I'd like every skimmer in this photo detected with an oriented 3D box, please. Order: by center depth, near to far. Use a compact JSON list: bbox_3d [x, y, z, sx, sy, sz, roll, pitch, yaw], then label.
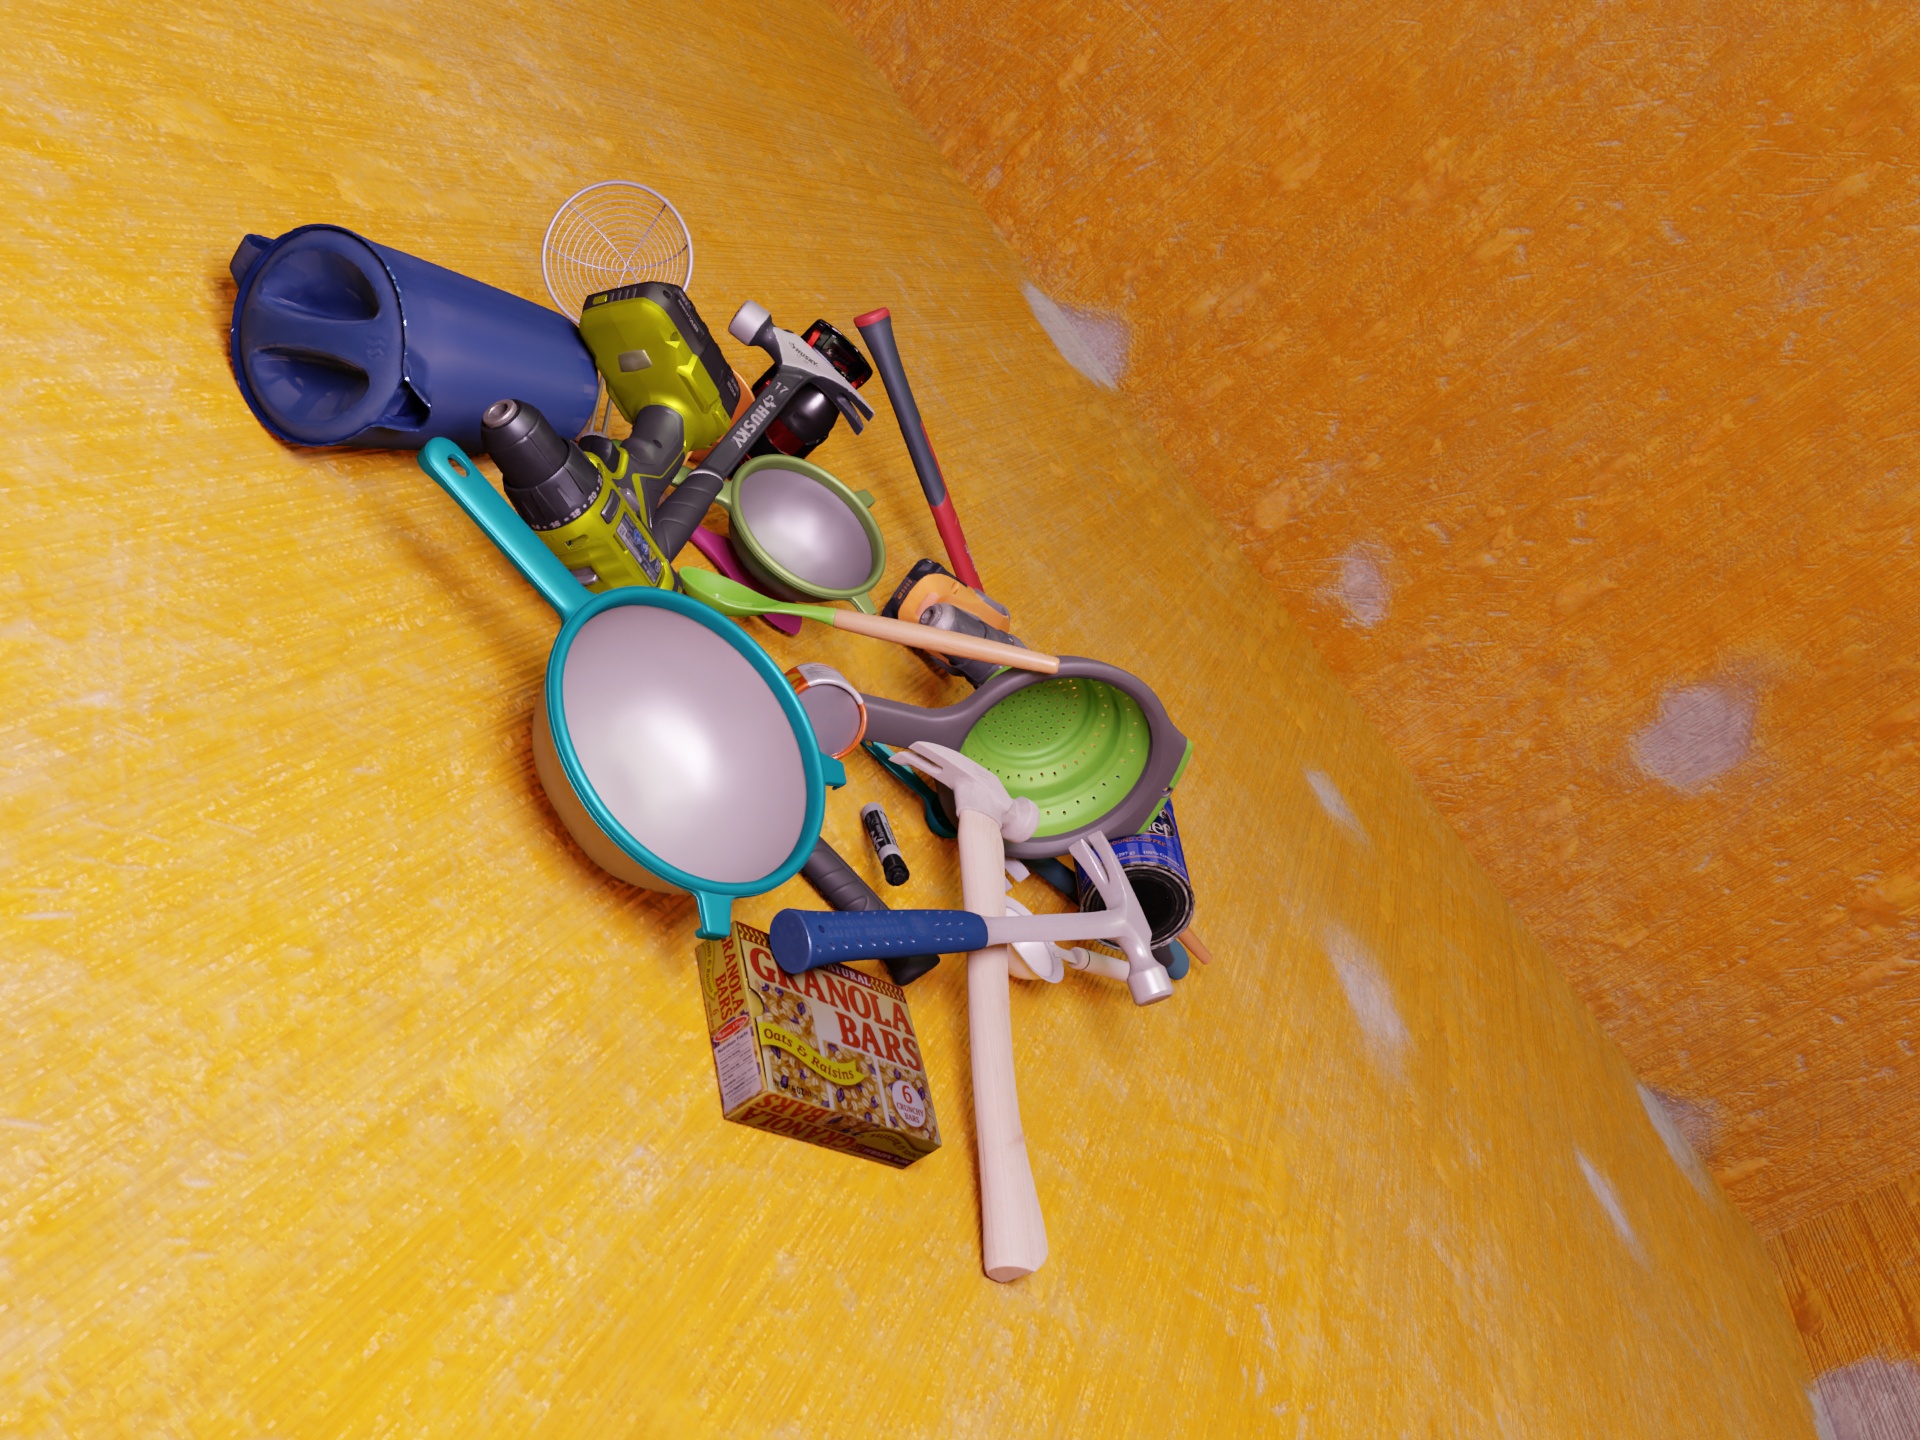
[{"bbox_3d":[-0.285,-0.282,1.248,0.090,0.127,0.364,89,1,-52],"label":"skimmer"}]

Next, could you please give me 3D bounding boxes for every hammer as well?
[{"bbox_3d":[0.017,0.147,1.155,0.405,0.035,0.144,7,57,-51],"label":"hammer"},{"bbox_3d":[-0.132,0.068,1.158,0.334,0.035,0.146,48,23,-13],"label":"hammer"},{"bbox_3d":[0.014,0.201,1.170,0.146,0.038,0.411,32,39,-36],"label":"hammer"},{"bbox_3d":[-0.193,-0.198,1.276,0.149,0.036,0.409,36,43,-10],"label":"hammer"},{"bbox_3d":[0.111,0.159,1.509,0.330,0.033,0.128,38,26,-33],"label":"hammer"},{"bbox_3d":[-0.027,-0.230,1.625,0.143,0.038,0.386,-81,153,-62],"label":"hammer"}]

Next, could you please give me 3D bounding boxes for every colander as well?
[{"bbox_3d":[-0.002,-0.004,1.334,0.396,0.204,0.095,13,30,-23],"label":"colander"}]

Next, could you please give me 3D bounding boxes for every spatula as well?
[{"bbox_3d":[0.158,0.129,1.572,0.322,0.041,0.081,48,36,-18],"label":"spatula"}]

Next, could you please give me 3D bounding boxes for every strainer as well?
[{"bbox_3d":[-0.233,-0.020,0.991,0.340,0.095,0.211,50,35,-10],"label":"strainer"},{"bbox_3d":[-0.187,-0.165,1.333,0.256,0.069,0.152,19,47,-27],"label":"strainer"},{"bbox_3d":[0.095,0.206,1.368,0.258,0.050,0.087,23,32,-43],"label":"strainer"}]

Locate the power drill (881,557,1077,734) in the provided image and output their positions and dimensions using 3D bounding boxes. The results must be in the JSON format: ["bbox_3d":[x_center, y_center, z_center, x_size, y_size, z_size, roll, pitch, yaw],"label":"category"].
[{"bbox_3d":[0.004,-0.078,1.484,0.185,0.084,0.226,33,6,-33],"label":"power drill"}]

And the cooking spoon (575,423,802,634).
[{"bbox_3d":[-0.246,-0.179,1.320,0.318,0.017,0.069,42,29,-26],"label":"cooking spoon"}]

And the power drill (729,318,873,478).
[{"bbox_3d":[-0.153,-0.306,1.535,0.078,0.143,0.220,43,22,-17],"label":"power drill"}]

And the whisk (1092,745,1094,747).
[{"bbox_3d":[0.156,0.105,1.682,0.047,0.051,0.245,23,36,-16],"label":"whisk"}]

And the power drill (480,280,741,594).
[{"bbox_3d":[-0.238,-0.194,1.091,0.190,0.080,0.229,61,32,-45],"label":"power drill"}]

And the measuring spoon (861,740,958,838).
[{"bbox_3d":[-0.047,0.057,1.377,0.128,0.021,0.042,43,35,-2],"label":"measuring spoon"}]

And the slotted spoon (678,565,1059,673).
[{"bbox_3d":[-0.075,-0.076,1.267,0.314,0.031,0.070,12,16,6],"label":"slotted spoon"}]

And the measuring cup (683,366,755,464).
[{"bbox_3d":[-0.245,-0.247,1.398,0.095,0.052,0.174,44,48,-21],"label":"measuring cup"}]
